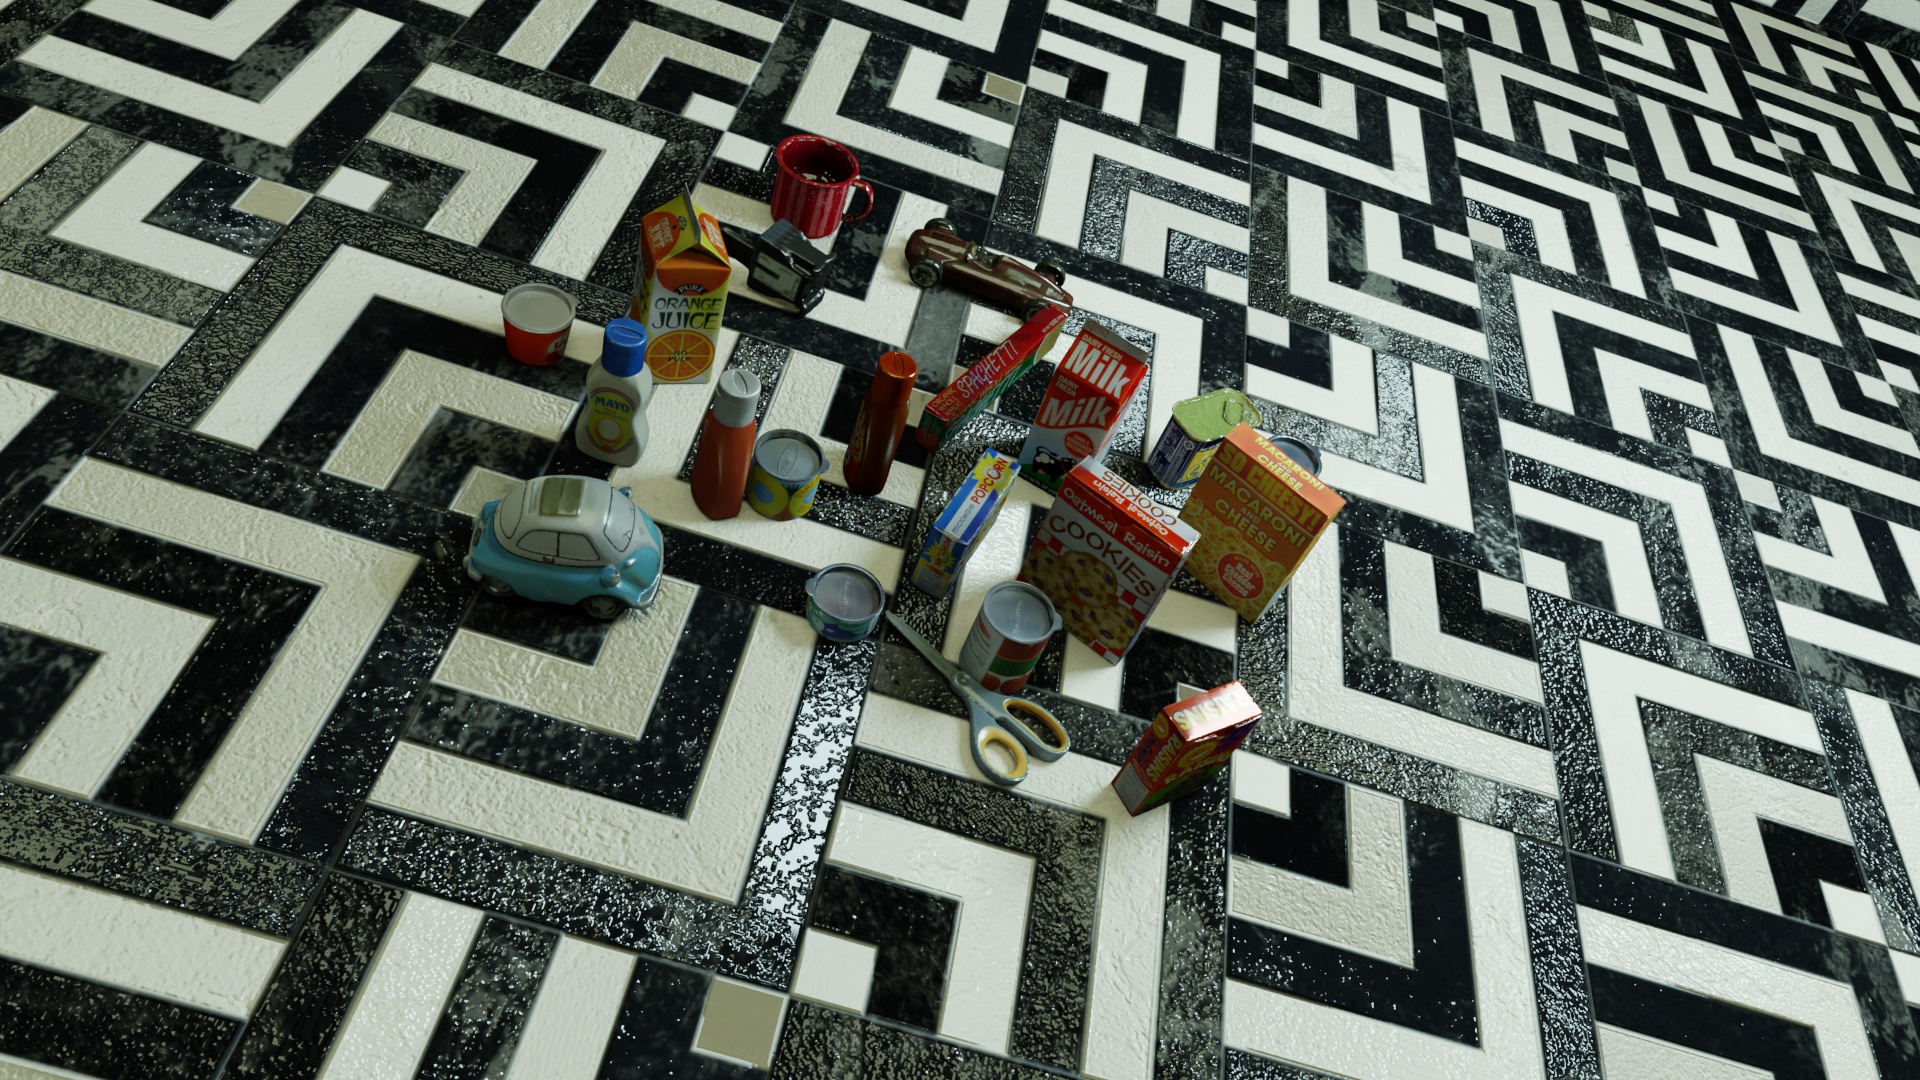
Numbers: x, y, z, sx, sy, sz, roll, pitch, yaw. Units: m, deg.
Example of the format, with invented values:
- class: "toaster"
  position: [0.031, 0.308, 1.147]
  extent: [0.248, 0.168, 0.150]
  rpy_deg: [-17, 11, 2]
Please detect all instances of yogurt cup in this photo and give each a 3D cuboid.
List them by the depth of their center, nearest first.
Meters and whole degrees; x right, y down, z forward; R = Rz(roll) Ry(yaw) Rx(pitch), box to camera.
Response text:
- class: "yogurt cup"
  position: [-0.404, -0.204, 1.327]
  extent: [0.072, 0.053, 0.073]
  rpy_deg: [10, 48, -12]

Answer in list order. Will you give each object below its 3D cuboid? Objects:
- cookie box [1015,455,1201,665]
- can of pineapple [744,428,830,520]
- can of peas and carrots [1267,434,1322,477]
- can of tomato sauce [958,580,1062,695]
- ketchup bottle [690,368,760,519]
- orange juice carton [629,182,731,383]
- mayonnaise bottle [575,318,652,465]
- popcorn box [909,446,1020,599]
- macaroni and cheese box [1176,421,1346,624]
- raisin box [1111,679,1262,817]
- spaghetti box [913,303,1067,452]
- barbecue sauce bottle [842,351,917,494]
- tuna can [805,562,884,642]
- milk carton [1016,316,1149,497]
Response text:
- class: "cookie box"
  position: [0.127, 0.021, 1.248]
  extent: [0.123, 0.166, 0.040]
  rpy_deg: [36, 48, 12]
- class: "can of pineapple"
  position: [-0.162, -0.060, 1.287]
  extent: [0.071, 0.057, 0.071]
  rpy_deg: [10, 48, -12]
- class: "can of peas and carrots"
  position: [0.344, -0.071, 1.482]
  extent: [0.071, 0.058, 0.071]
  rpy_deg: [10, 48, -12]
- class: "can of tomato sauce"
  position: [0.042, 0.087, 1.217]
  extent: [0.071, 0.082, 0.071]
  rpy_deg: [10, 48, -12]
- class: "ketchup bottle"
  position: [-0.208, -0.087, 1.232]
  extent: [0.044, 0.148, 0.065]
  rpy_deg: [-9, 54, -27]
- class: "orange juice carton"
  position: [-0.265, -0.240, 1.314]
  extent: [0.073, 0.191, 0.072]
  rpy_deg: [-4, 52, -23]
- class: "mayonnaise bottle"
  position: [-0.305, -0.131, 1.235]
  extent: [0.065, 0.147, 0.041]
  rpy_deg: [16, 47, -6]
- class: "popcorn box"
  position: [0.005, -0.016, 1.291]
  extent: [0.038, 0.084, 0.127]
  rpy_deg: [29, 47, 6]
- class: "macaroni and cheese box"
  position: [0.277, -0.016, 1.336]
  extent: [0.124, 0.165, 0.040]
  rpy_deg: [41, 49, 16]
- class: "raisin box"
  position: [0.189, 0.175, 1.166]
  extent: [0.086, 0.122, 0.040]
  rpy_deg: [-14, 57, -30]
- class: "spaghetti box"
  position: [0.034, -0.174, 1.464]
  extent: [0.029, 0.049, 0.251]
  rpy_deg: [35, 48, 11]
- class: "barbecue sauce bottle"
  position: [-0.075, -0.112, 1.303]
  extent: [0.044, 0.147, 0.065]
  rpy_deg: [5, 49, -16]
- class: "tuna can"
  position: [-0.105, 0.055, 1.225]
  extent: [0.071, 0.032, 0.071]
  rpy_deg: [10, 48, -12]
- class: "milk carton"
  position: [0.123, -0.132, 1.364]
  extent: [0.072, 0.189, 0.074]
  rpy_deg: [32, 47, 8]
